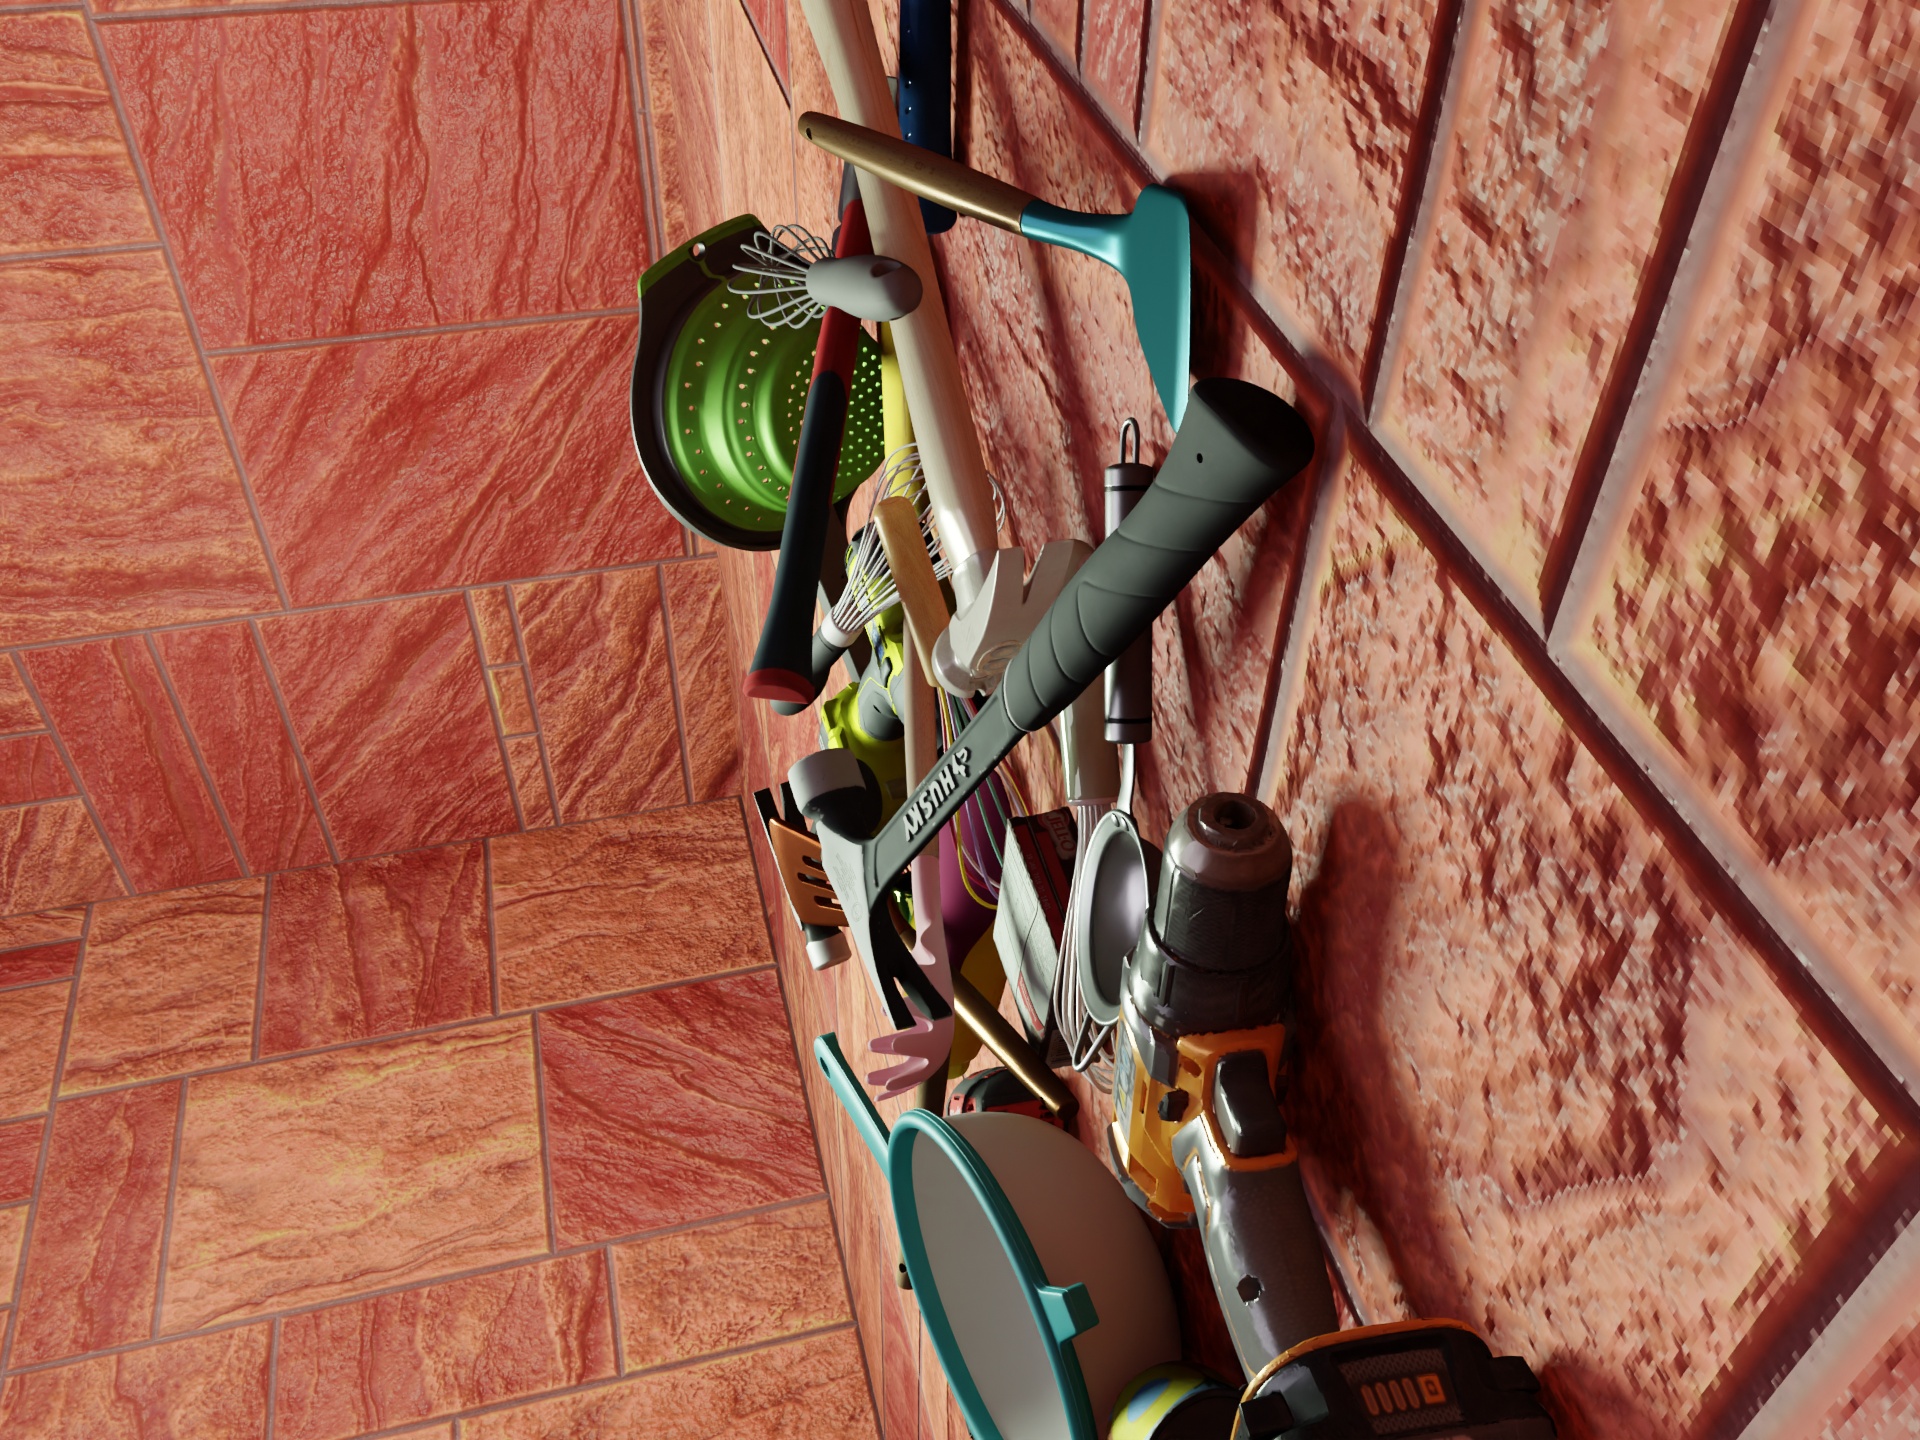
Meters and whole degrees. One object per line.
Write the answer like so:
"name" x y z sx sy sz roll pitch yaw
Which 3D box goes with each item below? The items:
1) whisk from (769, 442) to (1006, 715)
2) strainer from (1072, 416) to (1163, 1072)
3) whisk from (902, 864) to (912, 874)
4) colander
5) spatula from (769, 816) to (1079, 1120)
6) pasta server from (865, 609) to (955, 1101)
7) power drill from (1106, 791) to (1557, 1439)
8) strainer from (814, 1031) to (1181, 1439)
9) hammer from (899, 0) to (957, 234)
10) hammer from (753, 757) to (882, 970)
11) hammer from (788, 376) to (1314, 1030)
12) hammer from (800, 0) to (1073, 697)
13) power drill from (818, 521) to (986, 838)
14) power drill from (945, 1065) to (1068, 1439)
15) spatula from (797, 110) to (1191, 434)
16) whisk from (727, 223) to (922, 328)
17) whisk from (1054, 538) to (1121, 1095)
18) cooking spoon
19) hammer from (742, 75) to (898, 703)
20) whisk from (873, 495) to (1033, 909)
"whisk" -0.057 -0.072 0.919 0.284 0.070 0.070 -45 53 52
"strainer" 0.068 0.011 0.626 0.087 0.050 0.258 -155 64 -76
"whisk" -0.038 0.109 1.193 0.296 0.073 0.073 -122 24 -46
"colander" -0.084 -0.145 1.099 0.095 0.204 0.396 16 138 43
"spatula" -0.027 0.139 0.895 0.323 0.041 0.081 36 143 57
"pasta server" -0.027 0.051 0.868 0.060 0.040 0.316 120 152 -55
"power drill" 0.101 0.150 0.499 0.226 0.084 0.185 -106 12 -51
"strainer" 0.021 0.254 0.837 0.341 0.095 0.210 -137 36 -55
"hammer" -0.015 -0.420 0.717 0.144 0.035 0.405 -111 16 -44
"hammer" -0.096 0.081 1.103 0.334 0.035 0.146 124 127 -71
"hammer" 0.020 0.003 0.636 0.408 0.036 0.149 -51 55 55
"hammer" -0.025 -0.224 0.753 0.146 0.038 0.411 120 138 -69
"power drill" -0.035 -0.002 1.043 0.223 0.080 0.171 106 148 -59
"power drill" 0.035 0.319 0.955 0.143 0.078 0.220 133 131 -74
"spatula" 0.006 -0.207 0.639 0.318 0.044 0.082 40 145 44
"whisk" -0.066 -0.209 0.759 0.239 0.055 0.055 -141 43 -63
"whisk" 0.059 0.043 0.698 0.059 0.057 0.246 -7 87 43
"cooking spoon" -0.012 0.181 0.933 0.069 0.017 0.319 12 98 36
"hammer" -0.075 -0.186 0.894 0.143 0.038 0.387 101 175 -60
"whisk" -0.003 -0.002 0.839 0.051 0.047 0.244 -111 2 -65
